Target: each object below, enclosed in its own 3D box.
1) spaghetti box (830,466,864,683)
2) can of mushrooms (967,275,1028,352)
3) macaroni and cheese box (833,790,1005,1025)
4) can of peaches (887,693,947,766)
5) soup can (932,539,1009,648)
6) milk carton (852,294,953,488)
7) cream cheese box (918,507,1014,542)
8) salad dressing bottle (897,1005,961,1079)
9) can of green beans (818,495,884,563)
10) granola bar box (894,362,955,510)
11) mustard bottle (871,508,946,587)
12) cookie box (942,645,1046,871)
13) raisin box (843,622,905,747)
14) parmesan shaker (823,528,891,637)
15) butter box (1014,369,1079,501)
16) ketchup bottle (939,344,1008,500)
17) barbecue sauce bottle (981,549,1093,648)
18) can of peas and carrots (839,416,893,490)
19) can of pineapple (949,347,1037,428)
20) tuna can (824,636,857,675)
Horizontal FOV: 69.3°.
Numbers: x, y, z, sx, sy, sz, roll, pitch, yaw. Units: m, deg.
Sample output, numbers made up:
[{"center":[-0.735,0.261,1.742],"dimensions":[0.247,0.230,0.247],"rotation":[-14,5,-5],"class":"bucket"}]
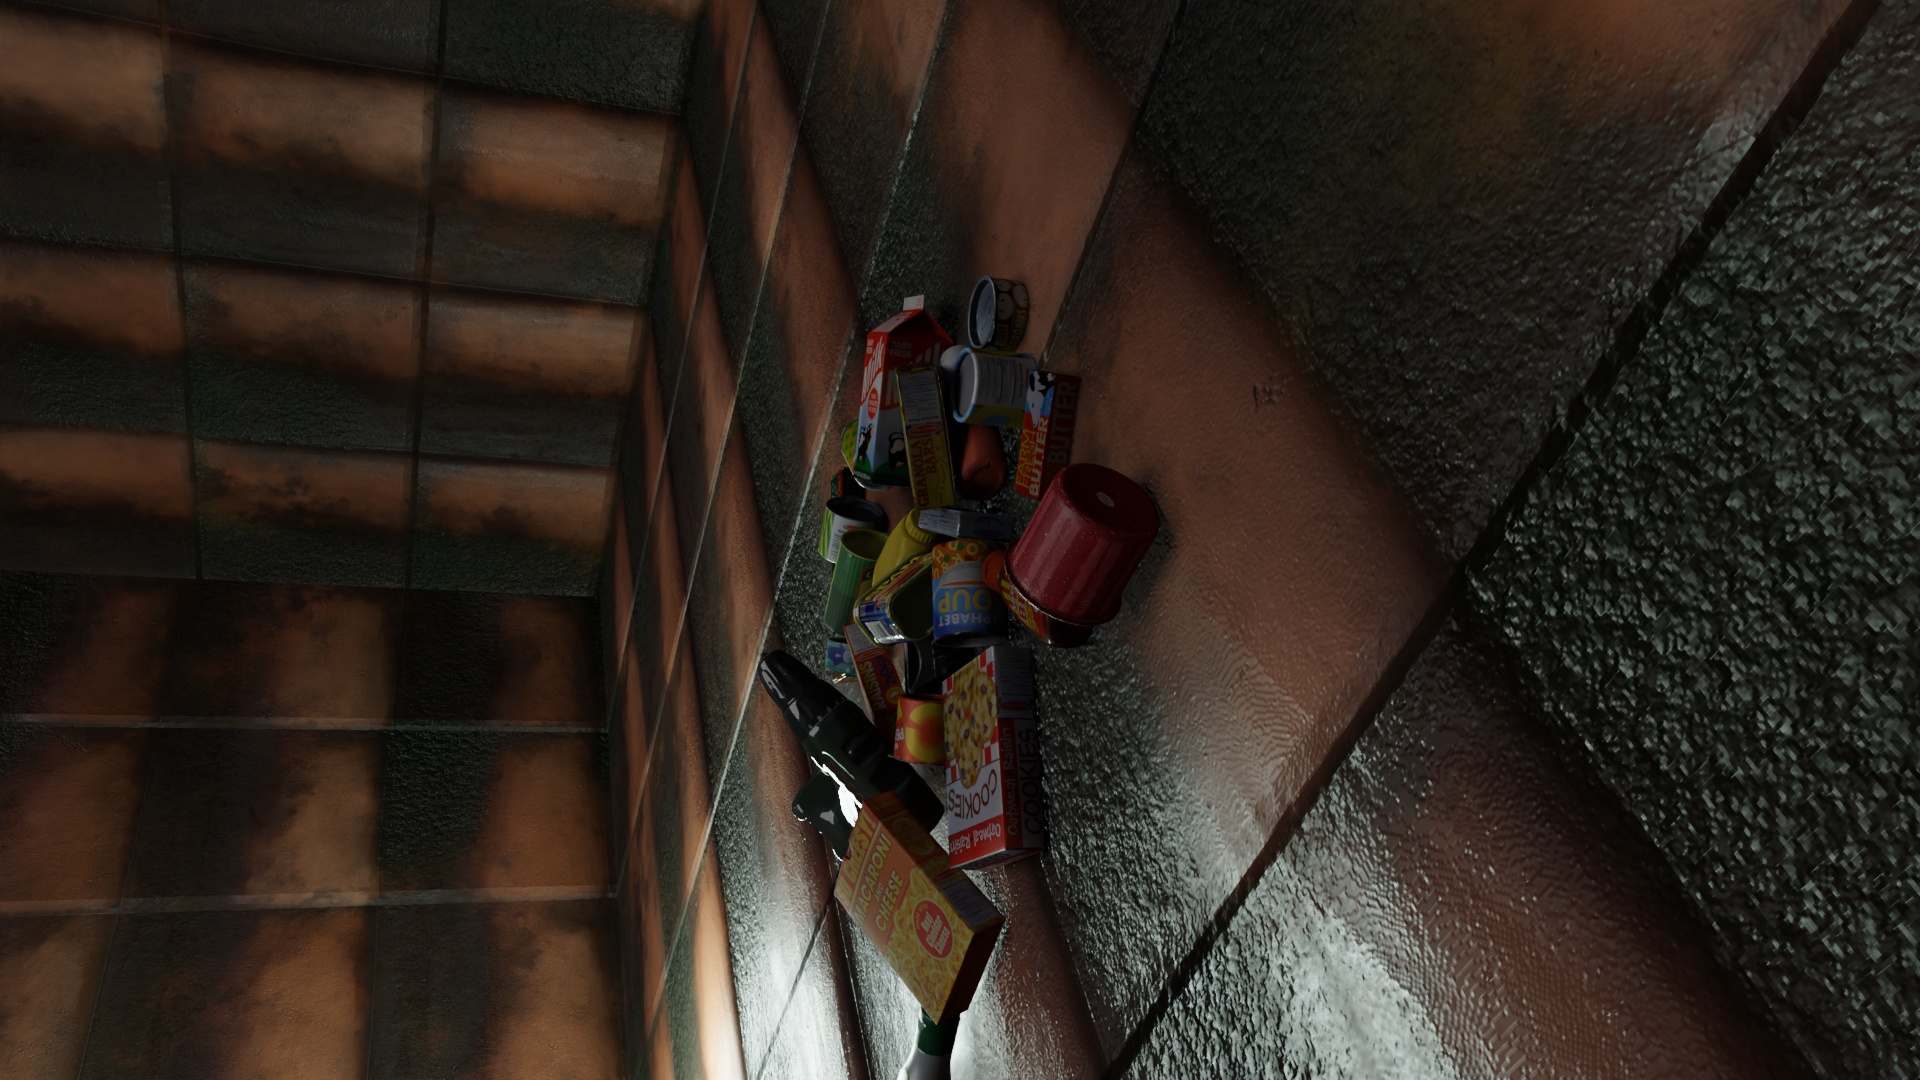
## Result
[{"center":[-0.130,0.039,1.618],"dimensions":[0.050,0.029,0.250],"rotation":[146,125,-64],"class":"spaghetti box"},{"center":[0.033,-0.199,1.233],"dimensions":[0.071,0.033,0.071],"rotation":[-174,89,-69],"class":"can of mushrooms"},{"center":[-0.041,0.324,1.236],"dimensions":[0.167,0.040,0.123],"rotation":[42,128,35],"class":"macaroni and cheese box"},{"center":[-0.029,0.172,1.274],"dimensions":[0.071,0.071,0.058],"rotation":[-174,89,-69],"class":"can of peaches"},{"center":[0.008,0.046,1.204],"dimensions":[0.071,0.071,0.084],"rotation":[147,125,-64],"class":"soup can"},{"center":[-0.056,-0.151,1.399],"dimensions":[0.072,0.073,0.190],"rotation":[-160,76,-69],"class":"milk carton"},{"center":[0.004,-0.016,1.246],"dimensions":[0.104,0.053,0.024],"rotation":[-166,82,-68],"class":"cream cheese box"},{"center":[-0.031,0.484,1.259],"dimensions":[0.064,0.044,0.147],"rotation":[-133,51,-60],"class":"salad dressing bottle"},{"center":[-0.123,-0.010,1.555],"dimensions":[0.071,0.071,0.057],"rotation":[-126,44,-59],"class":"can of green beans"},{"center":[-0.033,-0.100,1.284],"dimensions":[0.166,0.039,0.124],"rotation":[-110,12,-81],"class":"granola bar box"},{"center":[-0.046,0.013,1.379],"dimensions":[0.159,0.049,0.065],"rotation":[117,150,-45],"class":"mustard bottle"},{"center":[0.026,0.186,1.172],"dimensions":[0.122,0.040,0.168],"rotation":[137,134,-60],"class":"cookie box"},{"center":[-0.080,0.150,1.401],"dimensions":[0.085,0.040,0.124],"rotation":[81,169,-46],"class":"raisin box"},{"center":[-0.104,0.047,1.504],"dimensions":[0.071,0.071,0.102],"rotation":[-119,37,-54],"class":"parmesan shaker"},{"center":[0.070,-0.085,1.131],"dimensions":[0.053,0.024,0.103],"rotation":[-155,70,-68],"class":"butter box"},{"center":[0.009,-0.112,1.263],"dimensions":[0.064,0.043,0.149],"rotation":[109,156,-53],"class":"ketchup bottle"},{"center":[0.060,0.038,1.107],"dimensions":[0.148,0.044,0.064],"rotation":[-151,66,-67],"class":"barbecue sauce bottle"},{"center":[-0.090,-0.097,1.488],"dimensions":[0.059,0.071,0.070],"rotation":[-121,40,-55],"class":"can of peas and carrots"},{"center":[0.027,-0.131,1.201],"dimensions":[0.071,0.058,0.071],"rotation":[-175,89,-69],"class":"can of pineapple"},{"center":[-0.111,0.125,1.504],"dimensions":[0.071,0.071,0.033],"rotation":[-164,79,-68],"class":"tuna can"}]
